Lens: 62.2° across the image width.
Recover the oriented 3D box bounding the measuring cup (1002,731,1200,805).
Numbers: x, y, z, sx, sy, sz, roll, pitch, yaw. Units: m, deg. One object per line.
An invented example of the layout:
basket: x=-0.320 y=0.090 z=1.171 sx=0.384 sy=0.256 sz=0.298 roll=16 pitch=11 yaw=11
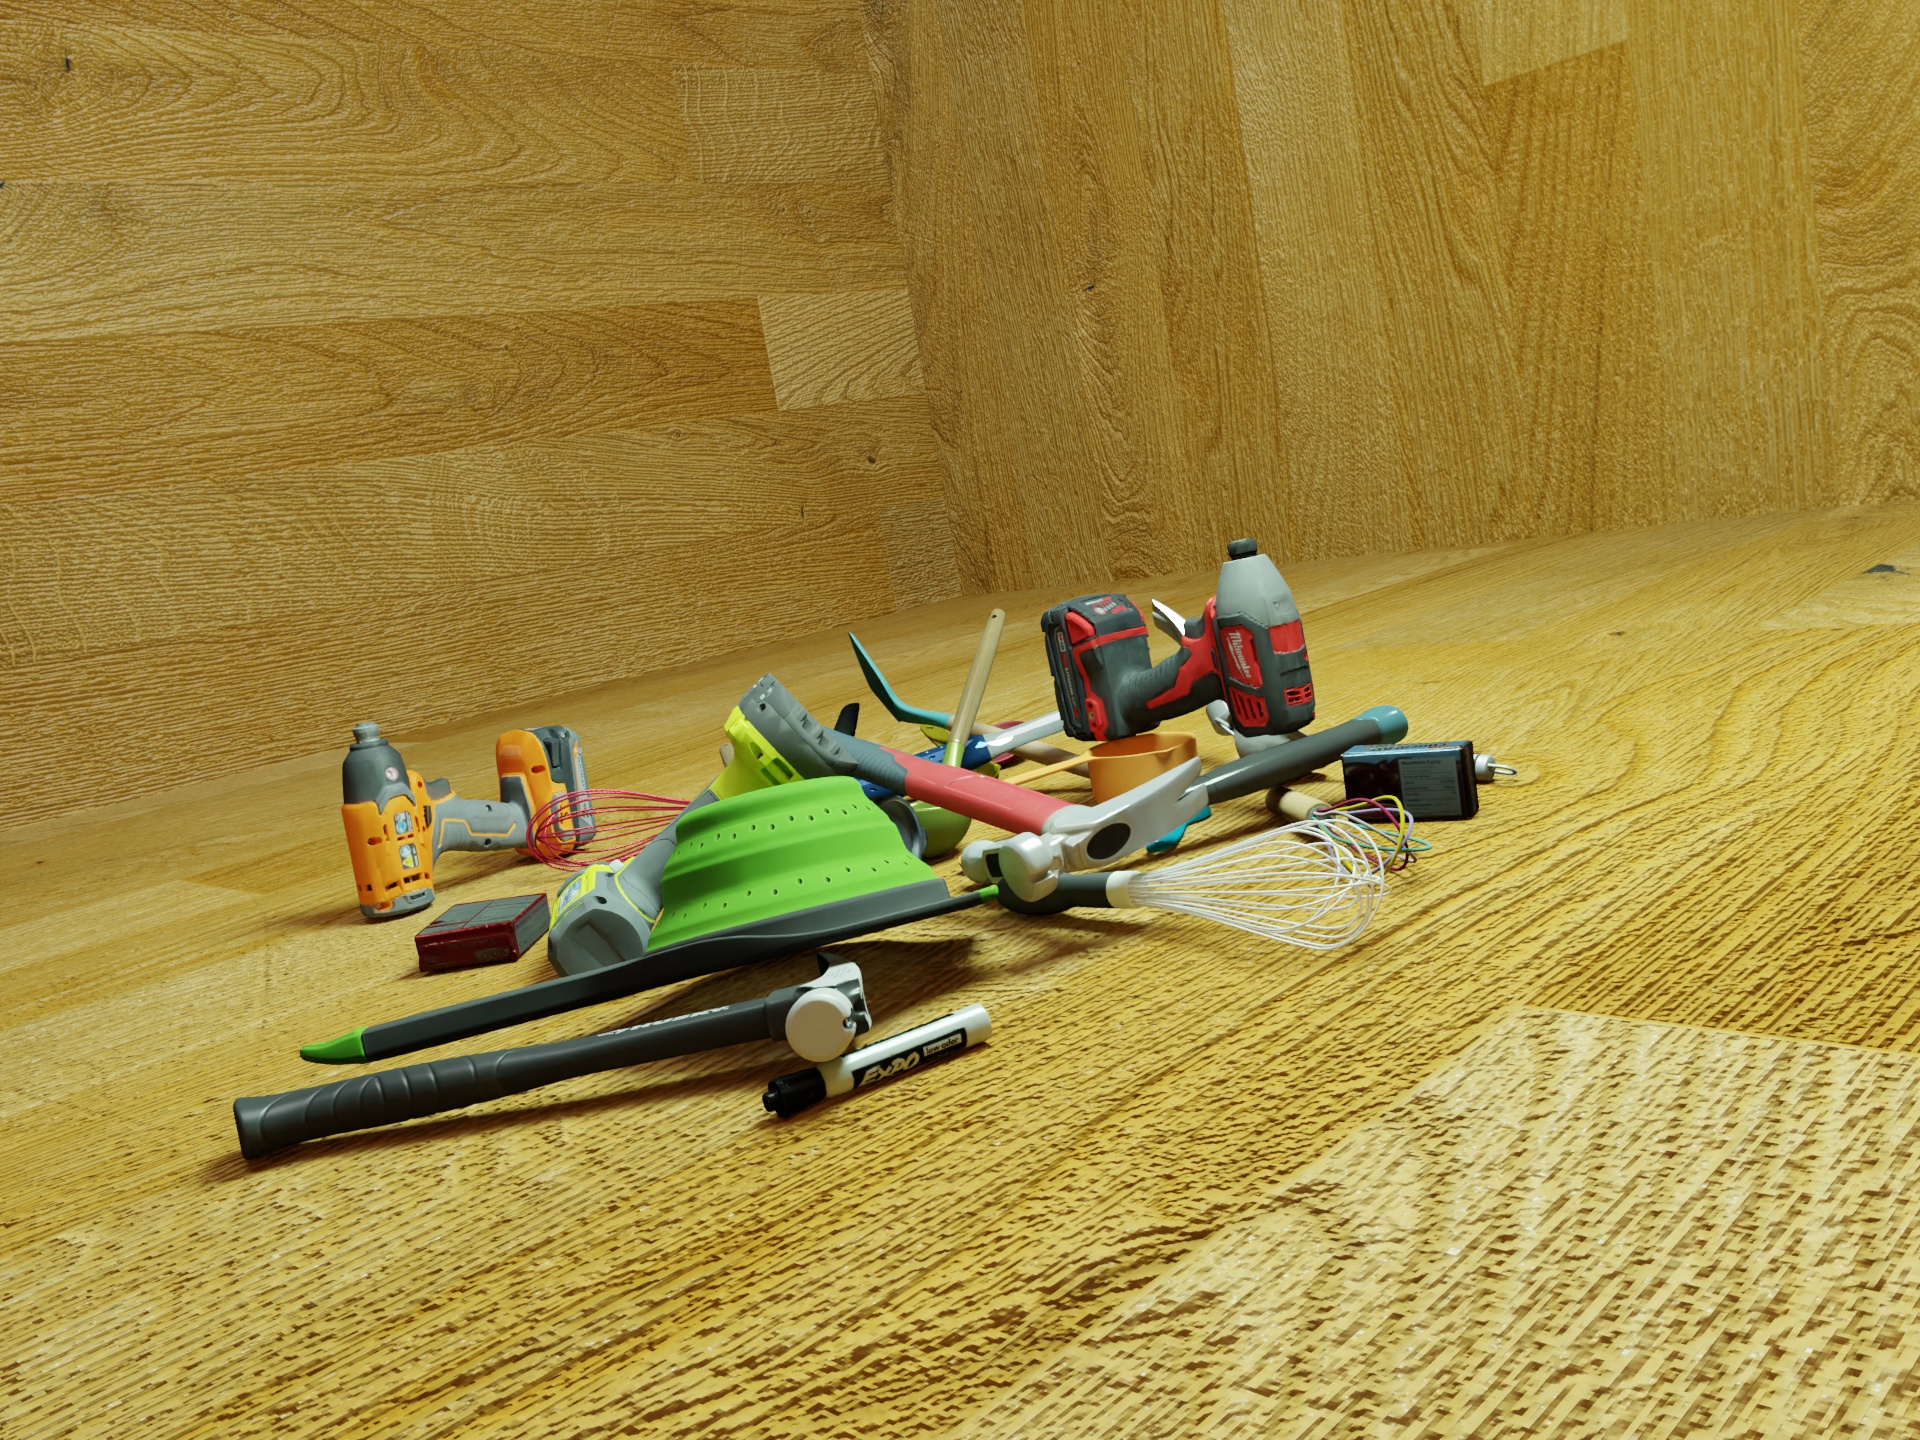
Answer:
measuring cup: x=0.106 y=0.053 z=1.237 sx=0.173 sy=0.052 sz=0.095 roll=-15 pitch=9 yaw=-17

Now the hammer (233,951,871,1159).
hammer: x=-0.209 y=0.174 z=0.814 sx=0.335 sy=0.035 sz=0.146 roll=-12 pitch=0 yaw=2

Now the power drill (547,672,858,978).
power drill: x=-0.184 y=0.075 z=1.074 sx=0.228 sy=0.080 sz=0.191 roll=-44 pitch=13 yaw=-4

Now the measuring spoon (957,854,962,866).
measuring spoon: x=0.055 y=0.099 z=1.134 sx=0.117 sy=0.011 sz=0.021 roll=-5 pitch=24 yaw=14

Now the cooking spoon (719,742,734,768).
cooking spoon: x=-0.186 y=0.058 z=1.368 sx=0.068 sy=0.017 sz=0.319 roll=-18 pitch=15 yaw=-10

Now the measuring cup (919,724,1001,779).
measuring cup: x=-0.010 y=0.037 z=1.430 sx=0.062 sy=0.029 sz=0.157 roll=-3 pitch=20 yaw=-17

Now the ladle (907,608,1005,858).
ladle: x=-0.002 y=-0.004 z=1.302 sx=0.078 sy=0.062 sz=0.320 roll=-6 pitch=37 yaw=20

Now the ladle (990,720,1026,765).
ladle: x=-0.063 y=0.057 z=1.488 sx=0.315 sy=0.031 sz=0.069 roll=-17 pitch=24 yaw=-30

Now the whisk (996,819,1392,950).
whisk: x=0.121 y=0.099 z=0.920 sx=0.070 sy=0.070 sz=0.285 roll=-18 pitch=6 yaw=-43

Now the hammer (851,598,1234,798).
hammer: x=0.031 y=0.015 z=1.351 sx=0.405 sy=0.035 sz=0.144 roll=-20 pitch=53 yaw=-3

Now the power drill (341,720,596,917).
power drill: x=-0.441 y=0.067 z=1.409 sx=0.084 sy=0.164 sz=0.226 roll=-4 pitch=8 yaw=37

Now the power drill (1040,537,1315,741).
power drill: x=0.166 y=-0.055 z=1.208 sx=0.078 sy=0.143 sz=0.220 roll=-16 pitch=6 yaw=-38

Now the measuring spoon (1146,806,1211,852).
measuring spoon: x=0.152 y=0.071 z=1.151 sx=0.042 sy=0.021 sz=0.128 roll=-7 pitch=8 yaw=19

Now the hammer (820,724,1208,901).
hammer: x=-0.005 y=0.036 z=1.076 sx=0.143 sy=0.038 sz=0.386 roll=-24 pitch=20 yaw=-27

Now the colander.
colander: x=-0.181 y=0.108 z=0.914 sx=0.397 sy=0.094 sz=0.204 roll=-13 pitch=-7 yaw=-7

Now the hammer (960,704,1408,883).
hammer: x=0.168 y=0.049 z=1.103 sx=0.331 sy=0.033 sz=0.128 roll=-18 pitch=1 yaw=-21

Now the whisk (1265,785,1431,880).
whisk: x=0.244 y=0.063 z=1.034 sx=0.051 sy=0.047 sz=0.245 roll=-12 pitch=5 yaw=-4

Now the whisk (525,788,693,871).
whisk: x=-0.240 y=0.083 z=1.428 sx=0.295 sy=0.073 sz=0.073 roll=-8 pitch=7 yaw=-26

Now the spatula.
spatula: x=0.018 y=0.000 z=1.419 sx=0.318 sy=0.082 sz=0.044 roll=19 pitch=56 yaw=31

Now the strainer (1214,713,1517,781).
strainer: x=0.296 y=0.028 z=1.209 sx=0.258 sy=0.050 sz=0.086 roll=5 pitch=-27 yaw=42
